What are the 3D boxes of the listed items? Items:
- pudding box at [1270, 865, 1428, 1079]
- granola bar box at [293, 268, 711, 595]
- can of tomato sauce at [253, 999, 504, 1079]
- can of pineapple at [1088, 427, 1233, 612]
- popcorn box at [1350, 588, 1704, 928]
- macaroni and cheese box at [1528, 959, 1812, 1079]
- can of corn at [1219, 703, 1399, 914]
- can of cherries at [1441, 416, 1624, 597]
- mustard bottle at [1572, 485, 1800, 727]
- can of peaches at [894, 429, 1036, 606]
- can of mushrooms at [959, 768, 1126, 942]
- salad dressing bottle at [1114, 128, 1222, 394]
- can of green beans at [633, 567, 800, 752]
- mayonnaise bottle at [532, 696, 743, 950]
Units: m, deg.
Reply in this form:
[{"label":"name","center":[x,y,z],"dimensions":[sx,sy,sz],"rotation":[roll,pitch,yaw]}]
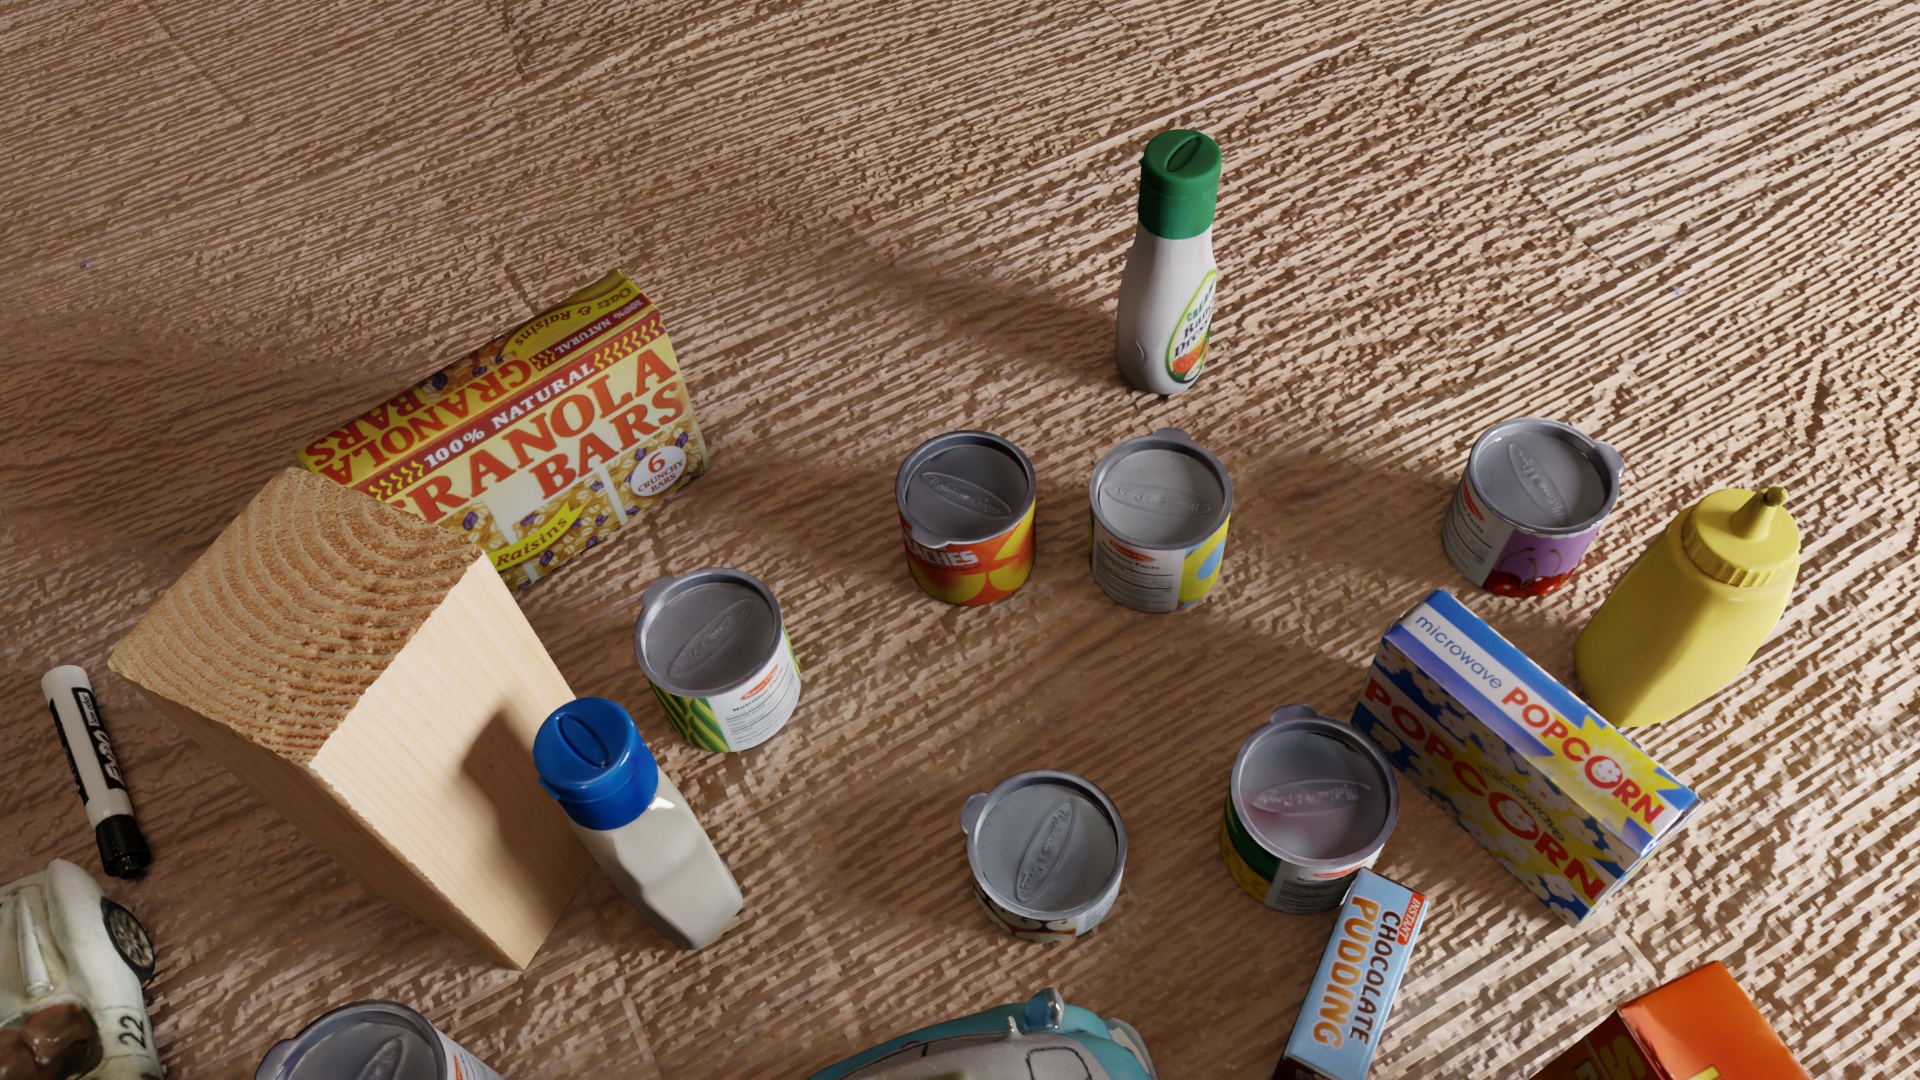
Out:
[{"label":"pudding box","center":[0.151,0.176,0.539],"dimensions":[0.030,0.049,0.084],"rotation":[23,61,18]},{"label":"granola bar box","center":[-0.207,-0.038,0.662],"dimensions":[0.166,0.123,0.039],"rotation":[-36,61,-19]},{"label":"can of tomato sauce","center":[-0.211,0.215,0.516],"dimensions":[0.071,0.082,0.071],"rotation":[-2,56,3]},{"label":"can of pineapple","center":[0.095,-0.009,0.662],"dimensions":[0.071,0.057,0.071],"rotation":[-2,56,3]},{"label":"popcorn box","center":[0.225,0.089,0.571],"dimensions":[0.038,0.084,0.127],"rotation":[-35,61,-18]},{"label":"macaroni and cheese box","center":[0.231,0.218,0.434],"dimensions":[0.040,0.165,0.124],"rotation":[-22,57,-11]},{"label":"can of corn","center":[0.142,0.112,0.577],"dimensions":[0.071,0.058,0.071],"rotation":[-2,56,3]},{"label":"can of cherries","center":[0.269,-0.015,0.655],"dimensions":[0.071,0.058,0.072],"rotation":[-2,56,3]},{"label":"mustard bottle","center":[0.302,0.022,0.567],"dimensions":[0.065,0.159,0.049],"rotation":[-18,57,-8]},{"label":"can of peaches","center":[0.002,-0.008,0.668],"dimensions":[0.071,0.057,0.071],"rotation":[-2,56,3]},{"label":"can of mushrooms","center":[0.034,0.132,0.586],"dimensions":[0.071,0.033,0.071],"rotation":[-2,56,3]},{"label":"salad dressing bottle","center":[0.105,-0.136,0.694],"dimensions":[0.044,0.147,0.064],"rotation":[29,63,21]},{"label":"can of green beans","center":[-0.109,0.055,0.633],"dimensions":[0.071,0.057,0.071],"rotation":[-2,56,3]},{"label":"mayonnaise bottle","center":[-0.126,0.110,0.542],"dimensions":[0.065,0.147,0.041],"rotation":[38,66,25]}]
